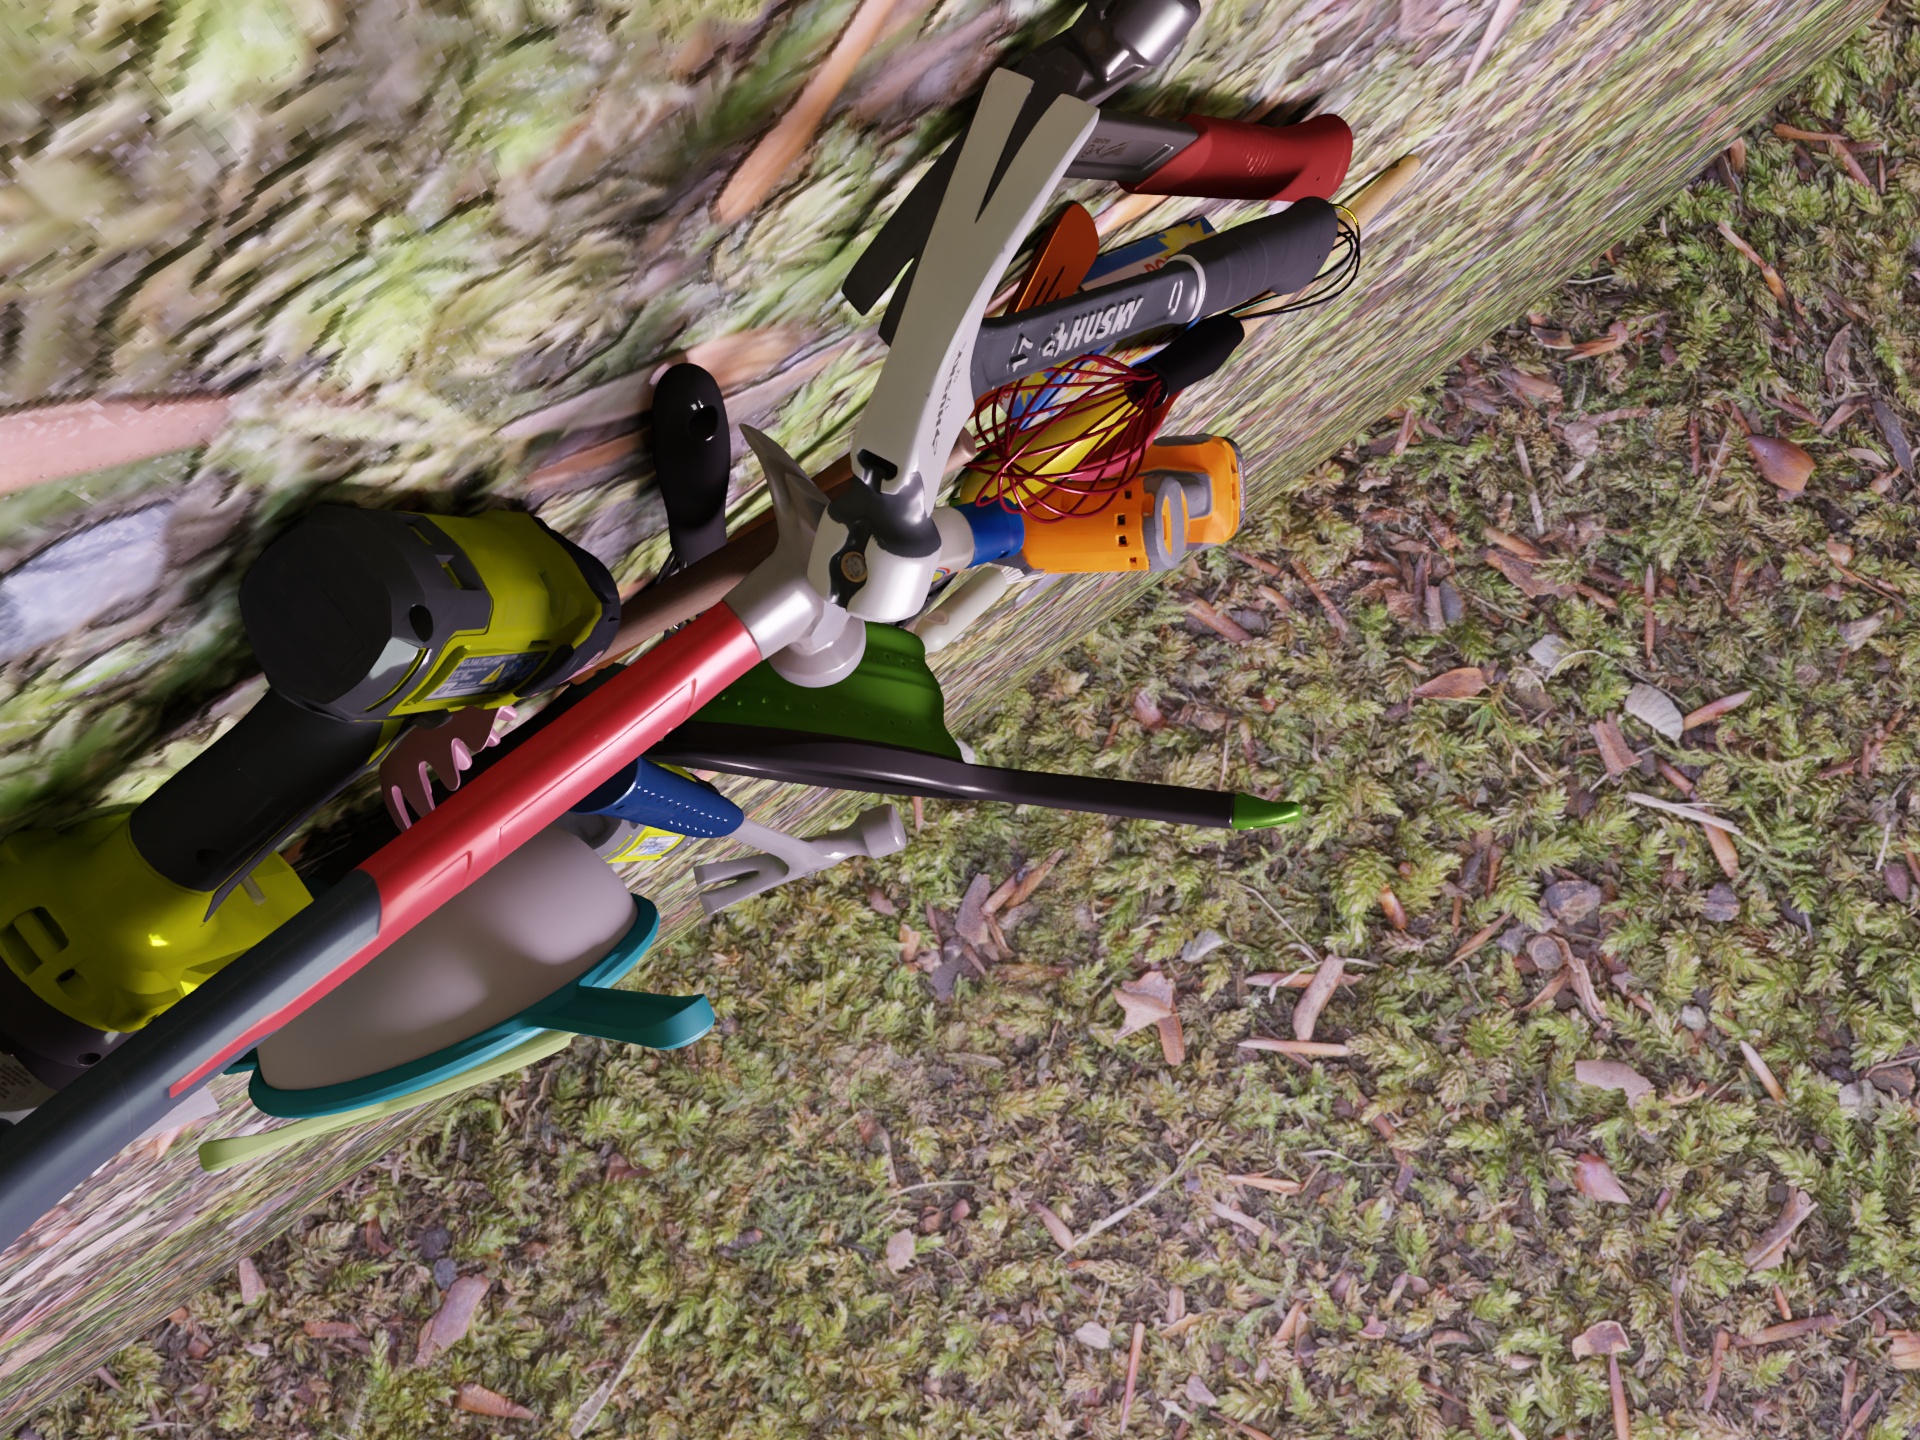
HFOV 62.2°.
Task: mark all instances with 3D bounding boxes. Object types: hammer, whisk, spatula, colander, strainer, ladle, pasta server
[{"bbox_3d":[-0.269,0.068,0.703,0.128,0.033,0.331,11,-140,40],"label":"hammer"},{"bbox_3d":[0.148,-0.248,0.952,0.245,0.051,0.047,-31,152,-19],"label":"whisk"},{"bbox_3d":[-0.062,-0.117,0.732,0.322,0.041,0.081,-34,175,13],"label":"spatula"},{"bbox_3d":[-0.001,-0.003,0.917,0.397,0.094,0.204,6,174,14],"label":"colander"},{"bbox_3d":[-0.138,0.062,0.906,0.144,0.035,0.405,-20,167,5],"label":"hammer"},{"bbox_3d":[-0.224,0.097,0.742,0.211,0.095,0.340,-30,-165,-37],"label":"strainer"},{"bbox_3d":[-0.102,-0.074,0.637,0.055,0.055,0.238,-36,168,-17],"label":"whisk"},{"bbox_3d":[0.181,-0.257,1.021,0.315,0.031,0.069,-43,-149,-4],"label":"ladle"},{"bbox_3d":[0.075,-0.162,0.584,0.409,0.036,0.149,-39,154,-56],"label":"hammer"},{"bbox_3d":[-0.189,0.056,0.488,0.386,0.038,0.143,-39,165,-11],"label":"hammer"},{"bbox_3d":[0.082,-0.155,0.754,0.073,0.073,0.296,-40,180,36],"label":"whisk"},{"bbox_3d":[-0.321,0.180,0.864,0.151,0.069,0.256,-19,175,15],"label":"strainer"},{"bbox_3d":[0.026,-0.105,1.180,0.246,0.058,0.059,-45,146,-54],"label":"whisk"},{"bbox_3d":[-0.122,-0.033,0.622,0.316,0.040,0.060,-25,-158,26],"label":"pasta server"},{"bbox_3d":[0.090,-0.225,0.656,0.149,0.037,0.359,-43,173,31],"label":"hammer"}]

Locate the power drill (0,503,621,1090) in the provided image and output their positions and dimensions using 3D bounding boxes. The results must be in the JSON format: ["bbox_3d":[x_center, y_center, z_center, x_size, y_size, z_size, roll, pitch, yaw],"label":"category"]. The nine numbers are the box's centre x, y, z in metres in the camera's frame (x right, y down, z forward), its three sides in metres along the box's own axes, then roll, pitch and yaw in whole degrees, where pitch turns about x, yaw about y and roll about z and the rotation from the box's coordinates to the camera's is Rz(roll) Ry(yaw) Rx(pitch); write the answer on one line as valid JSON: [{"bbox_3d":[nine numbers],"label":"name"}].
[{"bbox_3d":[-0.218,0.018,0.544,0.223,0.080,0.171,-41,174,14],"label":"power drill"}]

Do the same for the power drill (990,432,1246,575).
[{"bbox_3d":[0.101,-0.149,1.119,0.164,0.084,0.226,1,-165,26],"label":"power drill"}]

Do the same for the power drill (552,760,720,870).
[{"bbox_3d":[-0.263,0.106,1.034,0.228,0.080,0.190,-38,170,8],"label":"power drill"}]
